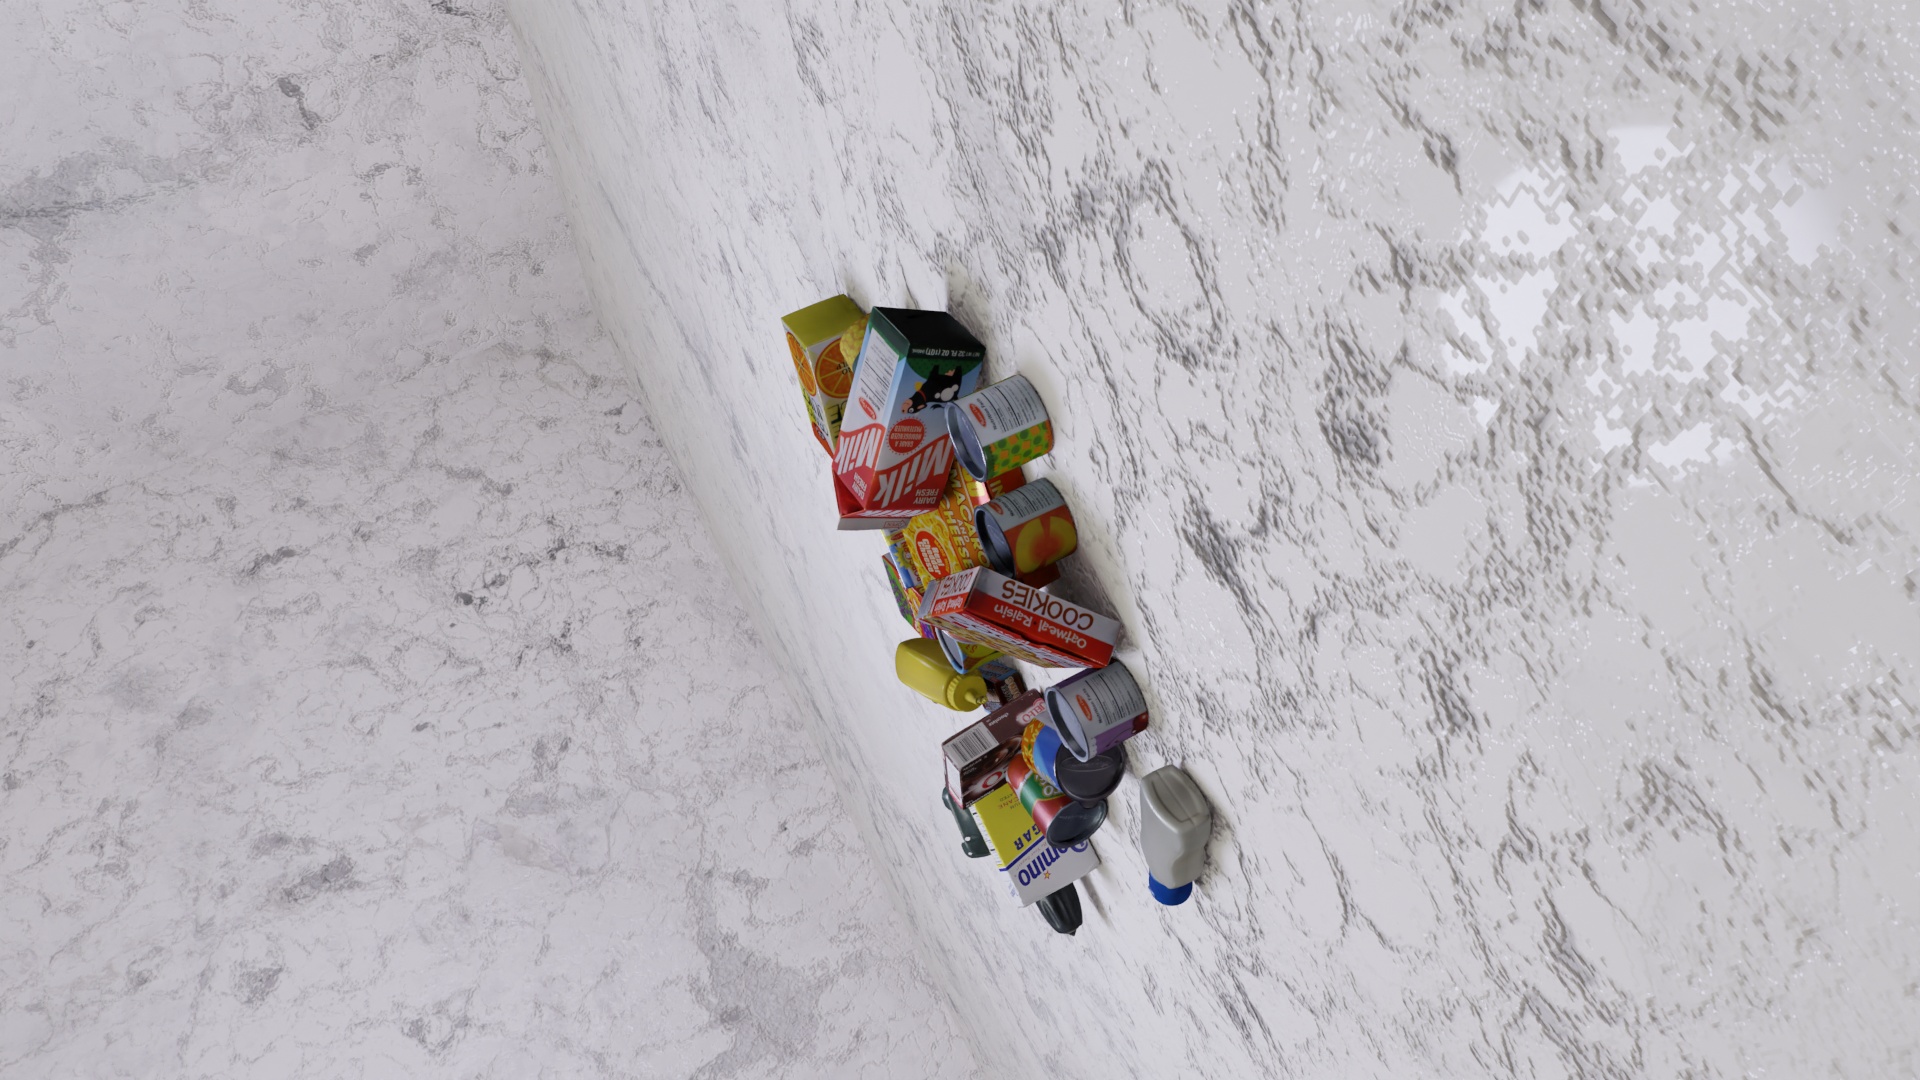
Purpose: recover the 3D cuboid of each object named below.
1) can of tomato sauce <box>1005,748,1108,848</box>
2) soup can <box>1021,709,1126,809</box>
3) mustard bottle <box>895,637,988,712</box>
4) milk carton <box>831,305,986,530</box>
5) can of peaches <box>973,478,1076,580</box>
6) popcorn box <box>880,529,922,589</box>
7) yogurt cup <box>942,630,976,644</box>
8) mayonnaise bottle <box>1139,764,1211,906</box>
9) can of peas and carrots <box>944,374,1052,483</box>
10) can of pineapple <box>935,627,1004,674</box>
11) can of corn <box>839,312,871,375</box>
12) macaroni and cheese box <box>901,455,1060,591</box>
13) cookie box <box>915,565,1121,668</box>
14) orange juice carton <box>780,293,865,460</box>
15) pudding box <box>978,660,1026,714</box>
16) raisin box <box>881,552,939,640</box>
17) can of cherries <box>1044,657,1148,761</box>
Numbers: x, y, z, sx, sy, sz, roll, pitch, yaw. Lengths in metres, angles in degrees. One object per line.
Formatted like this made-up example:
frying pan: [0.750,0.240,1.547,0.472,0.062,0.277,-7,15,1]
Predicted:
can of tomato sauce: [0.090,0.237,1.314,0.083,0.071,0.070,51,159,45]
soup can: [0.097,0.188,1.209,0.071,0.071,0.084,69,165,-11]
mustard bottle: [-0.013,0.141,1.414,0.160,0.065,0.048,-152,64,-61]
milk carton: [-0.050,-0.089,1.135,0.074,0.072,0.189,49,130,46]
can of peaches: [0.051,-0.006,1.089,0.071,0.058,0.071,56,162,29]
popcorn box: [-0.041,-0.006,1.343,0.085,0.038,0.127,66,-168,-2]
yogurt cup: [0.012,0.056,1.308,0.072,0.072,0.053,56,154,31]
mayonnaise bottle: [0.169,0.241,1.104,0.065,0.041,0.147,56,163,38]
can of peas and carrots: [0.028,-0.083,1.047,0.071,0.059,0.070,58,163,28]
can of pineapple: [0.014,0.090,1.361,0.071,0.058,0.070,57,162,30]
can of corn: [-0.068,-0.162,1.231,0.058,0.071,0.071,60,164,22]
macaroni and cheese box: [0.004,-0.015,1.196,0.166,0.040,0.123,-2,112,59]
cookie box: [0.042,0.066,1.124,0.167,0.123,0.040,159,132,-75]
orange juice carton: [-0.117,-0.146,1.416,0.072,0.073,0.191,49,158,46]
pudding box: [0.042,0.155,1.420,0.049,0.030,0.083,68,165,-10]
raisin box: [-0.038,0.066,1.539,0.123,0.040,0.085,42,152,59]
can of cherries: [0.108,0.135,1.111,0.072,0.058,0.071,56,162,29]
